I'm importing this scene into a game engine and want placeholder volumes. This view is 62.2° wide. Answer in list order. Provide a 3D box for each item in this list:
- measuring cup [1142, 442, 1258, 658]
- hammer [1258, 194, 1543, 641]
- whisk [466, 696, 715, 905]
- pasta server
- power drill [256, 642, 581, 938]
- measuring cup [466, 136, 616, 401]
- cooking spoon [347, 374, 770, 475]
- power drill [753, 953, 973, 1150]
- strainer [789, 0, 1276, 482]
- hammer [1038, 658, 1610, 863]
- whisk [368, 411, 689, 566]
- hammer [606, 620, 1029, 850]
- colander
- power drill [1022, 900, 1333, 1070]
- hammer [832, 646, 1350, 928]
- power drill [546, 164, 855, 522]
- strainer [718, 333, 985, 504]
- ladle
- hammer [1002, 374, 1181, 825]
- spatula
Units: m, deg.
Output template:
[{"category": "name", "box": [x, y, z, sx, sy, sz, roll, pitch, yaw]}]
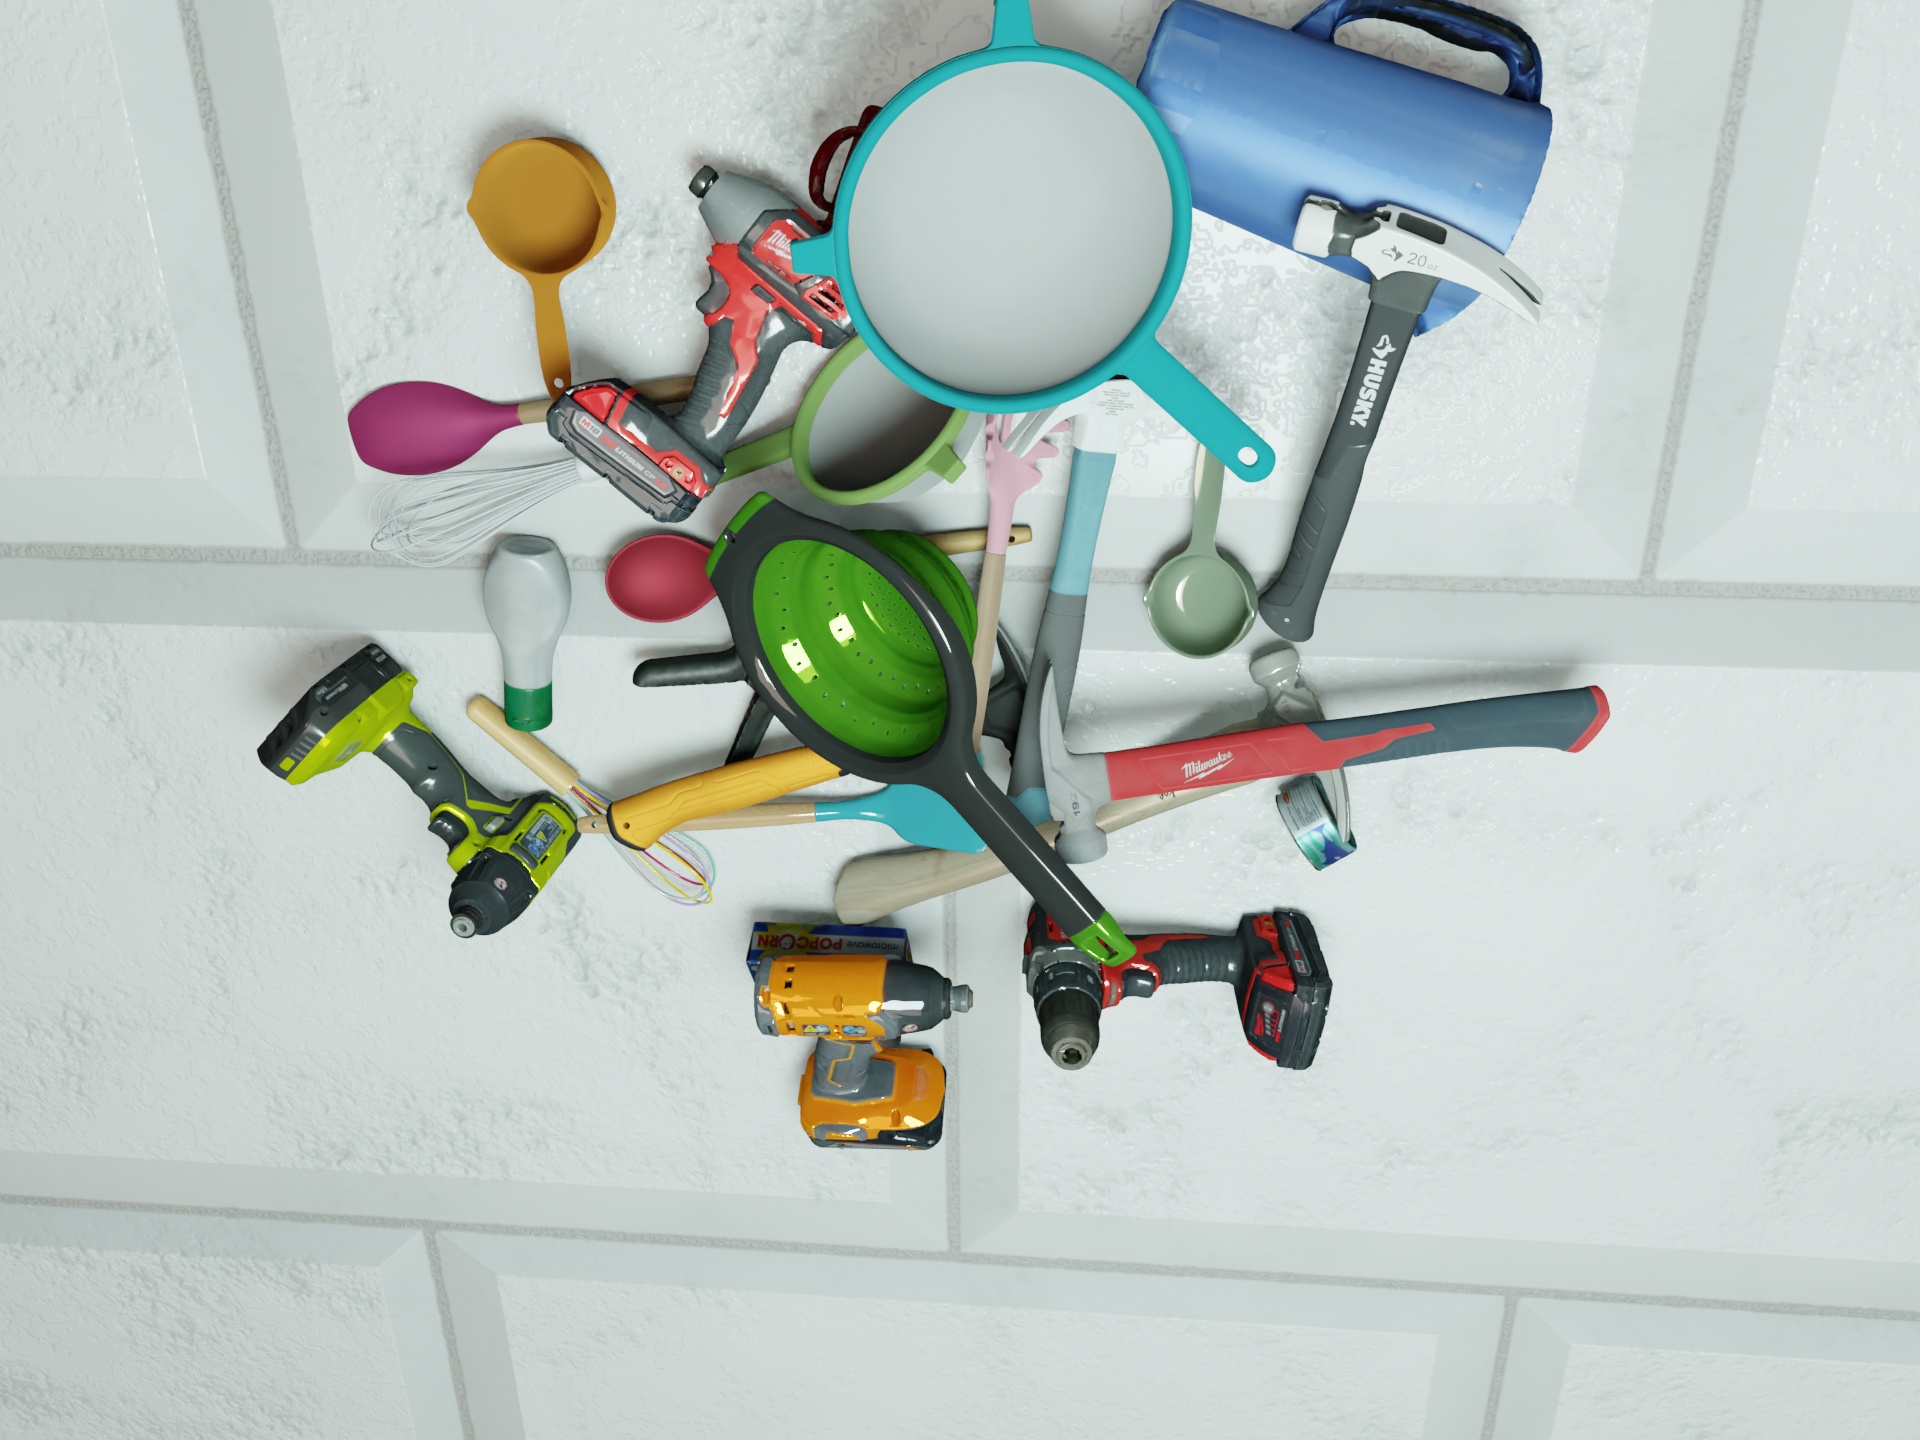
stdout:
[{"category": "measuring cup", "box": [0.178, -0.128, 1.125, 0.083, 0.038, 0.167, 10, 104, 27]}, {"category": "hammer", "box": [0.255, -0.172, 1.026, 0.146, 0.035, 0.334, 18, 141, 9]}, {"category": "whisk", "box": [-0.290, 0.064, 1.262, 0.245, 0.047, 0.051, 41, 85, -9]}, {"category": "pasta server", "box": [0.025, -0.091, 1.125, 0.060, 0.040, 0.316, 1, 105, -29]}, {"category": "power drill", "box": [-0.405, 0.059, 1.202, 0.223, 0.171, 0.080, 44, 112, -11]}, {"category": "measuring cup", "box": [-0.274, -0.306, 1.080, 0.095, 0.052, 0.173, 3, 117, 5]}, {"category": "cooking spoon", "box": [-0.290, -0.223, 1.138, 0.319, 0.017, 0.068, -7, 113, 9]}, {"category": "power drill", "box": [-0.065, 0.261, 1.265, 0.164, 0.084, 0.226, 0, 140, 6]}, {"category": "strainer", "box": [0.071, -0.266, 0.982, 0.340, 0.095, 0.211, 35, 110, -29]}, {"category": "hammer", "box": [0.248, 0.003, 1.099, 0.386, 0.038, 0.143, -8, 102, 3]}, {"category": "whisk", "box": [-0.295, -0.173, 1.143, 0.284, 0.070, 0.070, -17, 113, 8]}, {"category": "hammer", "box": [-0.107, 0.024, 1.193, 0.337, 0.034, 0.127, -17, 104, 5]}, {"category": "colander", "box": [-0.002, -0.003, 1.094, 0.397, 0.094, 0.204, 48, 140, 0]}, {"category": "power drill", "box": [0.159, 0.205, 1.205, 0.226, 0.188, 0.080, 7, 115, -2]}, {"category": "hammer", "box": [0.088, 0.087, 1.211, 0.410, 0.038, 0.146, -23, 80, 19]}, {"category": "power drill", "box": [-0.171, -0.253, 1.063, 0.143, 0.079, 0.219, 39, 98, -12]}, {"category": "strainer", "box": [-0.080, -0.187, 1.102, 0.256, 0.152, 0.069, -13, 148, 32]}, {"category": "ladle", "box": [-0.104, -0.119, 1.165, 0.315, 0.031, 0.069, -6, 117, 7]}, {"category": "hammer", "box": [0.075, -0.078, 1.118, 0.128, 0.033, 0.331, 2, 111, -21]}, {"category": "spatula", "box": [-0.139, 0.071, 1.230, 0.317, 0.044, 0.082, -4, 88, -1]}]
